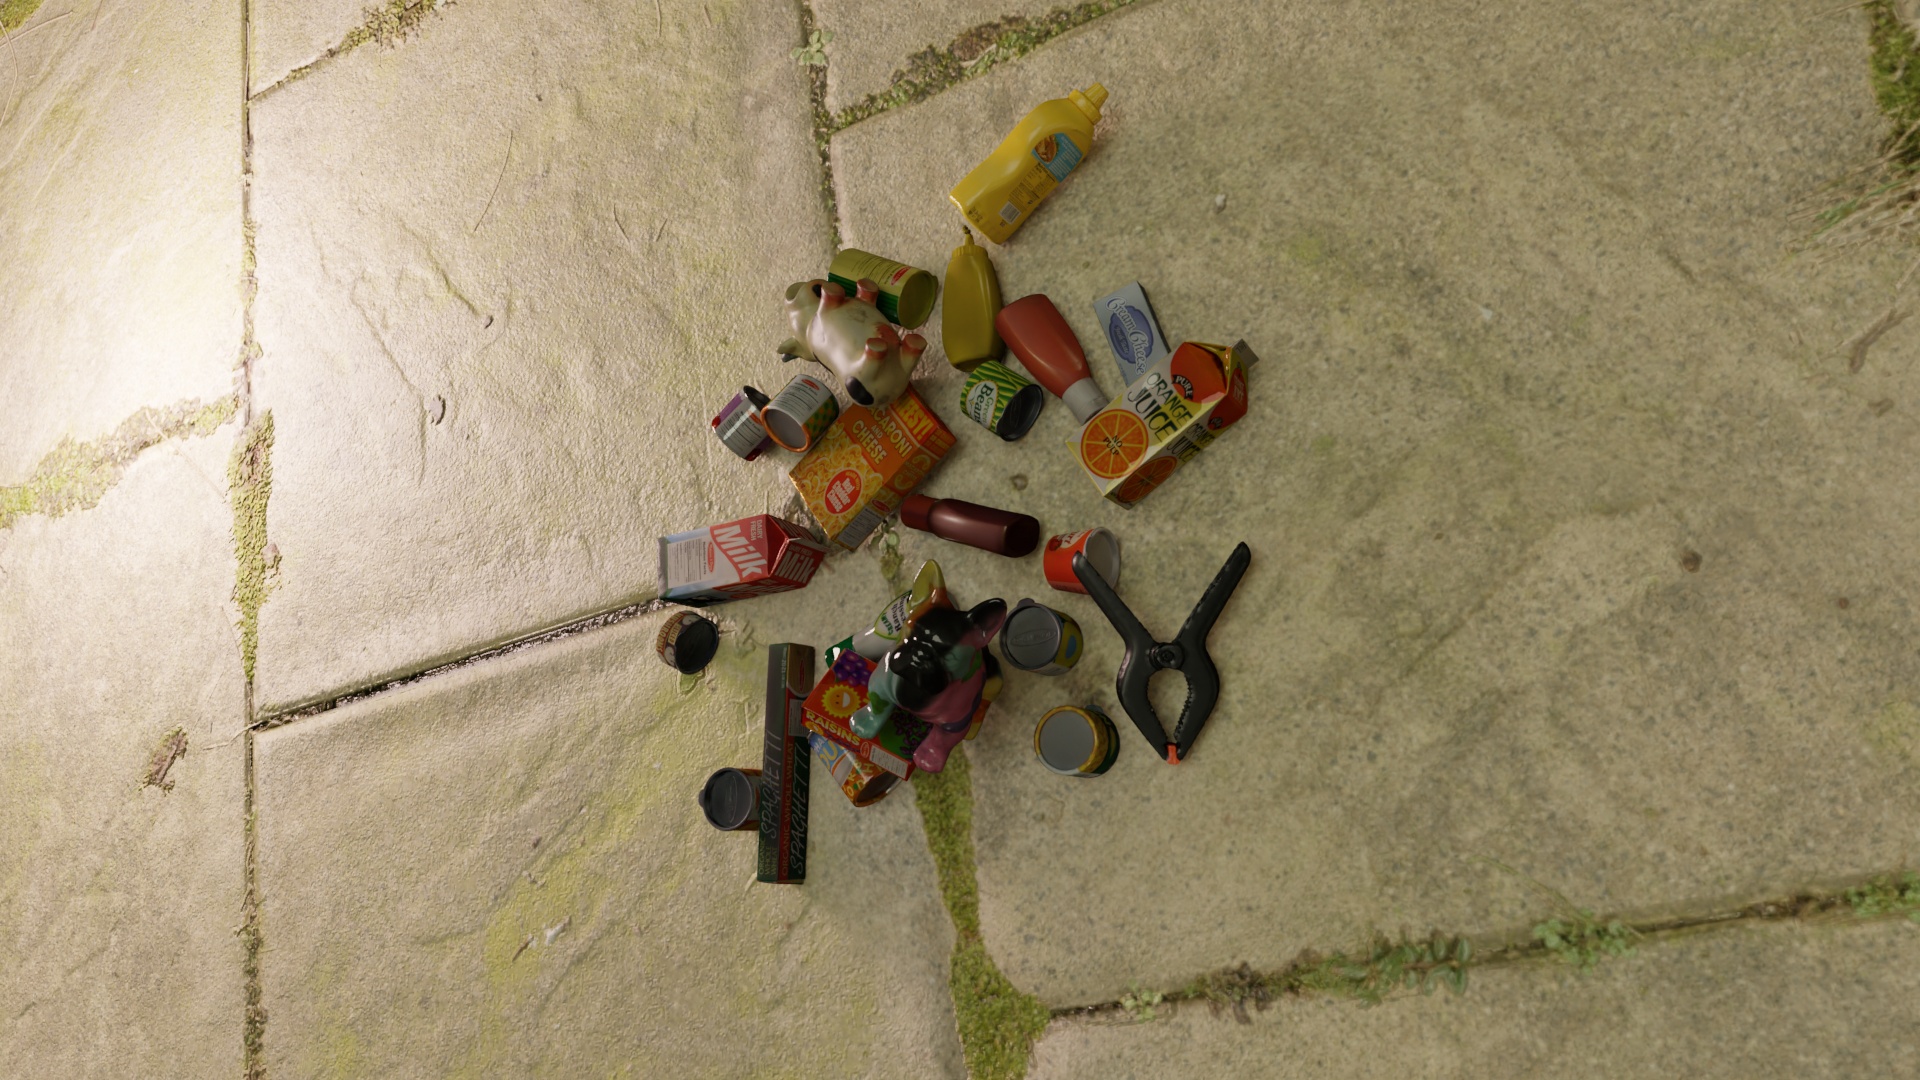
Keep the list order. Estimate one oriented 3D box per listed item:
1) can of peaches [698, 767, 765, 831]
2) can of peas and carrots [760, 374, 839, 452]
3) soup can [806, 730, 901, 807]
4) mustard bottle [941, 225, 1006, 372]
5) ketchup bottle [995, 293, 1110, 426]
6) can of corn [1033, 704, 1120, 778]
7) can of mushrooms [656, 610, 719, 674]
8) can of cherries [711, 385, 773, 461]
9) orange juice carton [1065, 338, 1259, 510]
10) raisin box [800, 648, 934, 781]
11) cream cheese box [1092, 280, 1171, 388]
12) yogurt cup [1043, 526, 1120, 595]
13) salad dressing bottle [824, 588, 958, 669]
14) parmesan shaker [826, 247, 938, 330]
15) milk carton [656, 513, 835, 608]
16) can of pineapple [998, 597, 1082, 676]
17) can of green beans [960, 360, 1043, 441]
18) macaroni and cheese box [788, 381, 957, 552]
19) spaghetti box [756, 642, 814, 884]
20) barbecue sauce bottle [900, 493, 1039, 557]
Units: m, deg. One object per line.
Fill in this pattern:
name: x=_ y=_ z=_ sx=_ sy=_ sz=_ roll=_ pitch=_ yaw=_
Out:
can of peaches: x=-0.232 y=0.274 z=1.473 sx=0.071 sy=0.058 sz=0.071 roll=-6 pitch=77 yaw=26
can of peas and carrots: x=-0.175 y=-0.137 z=1.518 sx=0.071 sy=0.070 sz=0.059 roll=16 pitch=51 yaw=29
soup can: x=-0.107 y=0.220 z=1.413 sx=0.071 sy=0.071 sz=0.084 roll=-46 pitch=63 yaw=11
mustard bottle: x=0.013 y=-0.261 z=1.474 sx=0.065 sy=0.049 sz=0.160 roll=-9 pitch=74 yaw=25
ketchup bottle: x=0.098 y=-0.181 z=1.409 sx=0.065 sy=0.043 sz=0.149 roll=-24 pitch=68 yaw=-24
can of corn: x=0.111 y=0.188 z=1.317 sx=0.071 sy=0.058 sz=0.071 roll=-6 pitch=76 yaw=26
can of mushrooms: x=-0.304 y=0.112 z=1.539 sx=0.033 sy=0.071 sz=0.071 roll=23 pitch=90 yaw=31
can of cherries: x=-0.237 y=-0.132 z=1.566 sx=0.058 sy=0.071 sz=0.071 roll=-45 pitch=63 yaw=13
orange juice carton: x=0.203 y=-0.121 z=1.332 sx=0.192 sy=0.072 sz=0.073 roll=-40 pitch=65 yaw=14
raisin box: x=-0.086 y=0.173 z=1.387 sx=0.123 sy=0.039 sz=0.086 roll=26 pitch=52 yaw=11
cream cheese box: x=0.176 y=-0.204 z=1.392 sx=0.053 sy=0.024 sz=0.104 roll=-27 pitch=68 yaw=18
yogurt cup: x=0.117 y=0.021 z=1.350 sx=0.054 sy=0.072 sz=0.072 roll=-2 pitch=78 yaw=35
salad dressing bottle: x=-0.073 y=0.097 z=1.439 sx=0.147 sy=0.044 sz=0.064 roll=-30 pitch=51 yaw=21
parmesan shaker: x=-0.085 y=-0.278 z=1.520 sx=0.103 sy=0.071 sz=0.071 roll=24 pitch=90 yaw=30
milk carton: x=-0.236 y=0.021 z=1.524 sx=0.190 sy=0.072 sz=0.073 roll=-12 pitch=74 yaw=26
can of pineapple: x=0.079 y=0.095 z=1.354 sx=0.071 sy=0.058 sz=0.071 roll=-6 pitch=76 yaw=26
can of green beans: x=0.042 y=-0.143 z=1.422 sx=0.058 sy=0.071 sz=0.071 roll=35 pitch=95 yaw=29
macaroni and cheese box: x=-0.095 y=-0.089 z=1.482 sx=0.166 sy=0.040 sz=0.124 roll=-46 pitch=49 yaw=10
spaghetti box: x=-0.183 y=0.234 z=1.461 sx=0.028 sy=0.050 sz=0.250 roll=-5 pitch=76 yaw=28
barbecue sauce bottle: x=0.005 y=-0.018 z=1.418 sx=0.148 sy=0.065 sz=0.043 roll=14 pitch=104 yaw=37
